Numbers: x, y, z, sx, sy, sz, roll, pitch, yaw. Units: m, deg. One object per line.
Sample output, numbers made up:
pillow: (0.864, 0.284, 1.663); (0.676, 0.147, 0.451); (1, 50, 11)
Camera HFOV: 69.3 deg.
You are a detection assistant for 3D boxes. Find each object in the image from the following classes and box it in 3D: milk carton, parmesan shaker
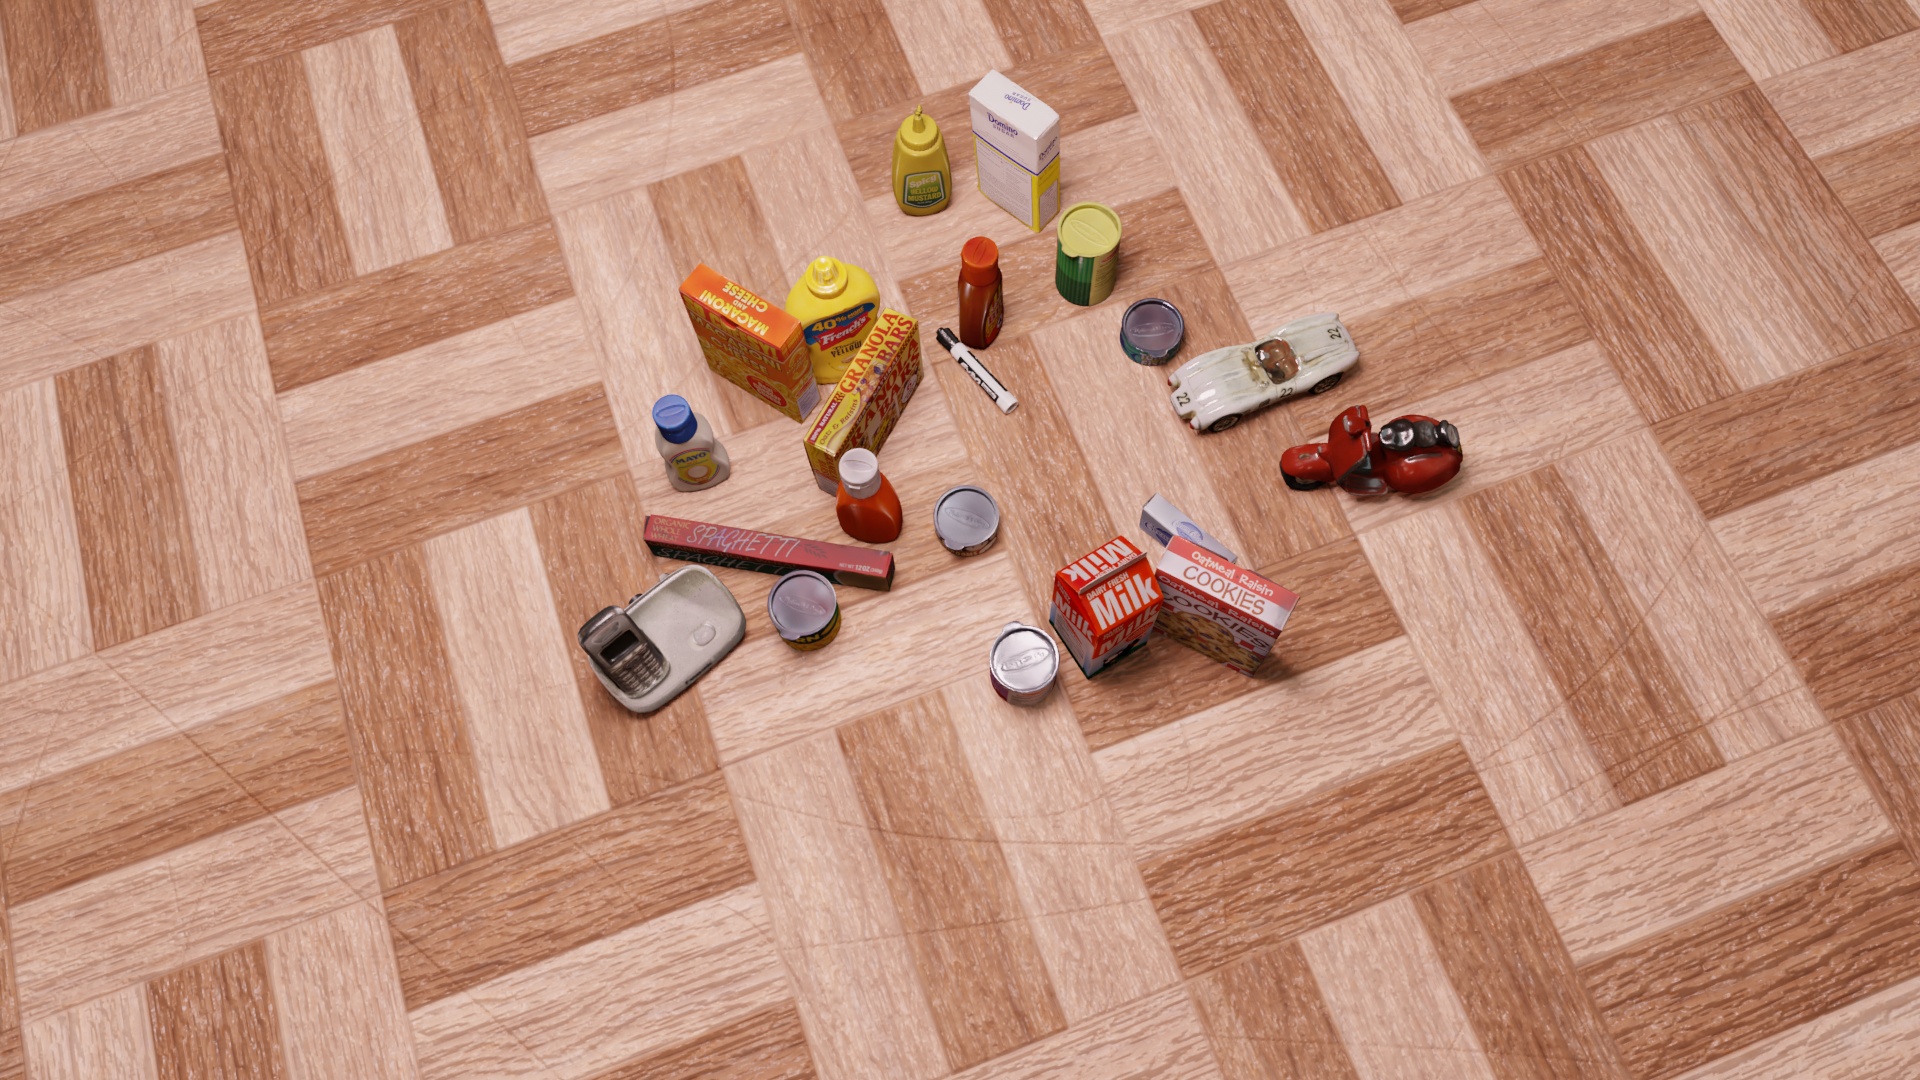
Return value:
milk carton: (0.133, 0.058, 1.280); (0.072, 0.190, 0.073); (-30, 72, -9)
parmesan shaker: (0.131, -0.299, 1.464); (0.071, 0.102, 0.071); (-1, 69, 1)

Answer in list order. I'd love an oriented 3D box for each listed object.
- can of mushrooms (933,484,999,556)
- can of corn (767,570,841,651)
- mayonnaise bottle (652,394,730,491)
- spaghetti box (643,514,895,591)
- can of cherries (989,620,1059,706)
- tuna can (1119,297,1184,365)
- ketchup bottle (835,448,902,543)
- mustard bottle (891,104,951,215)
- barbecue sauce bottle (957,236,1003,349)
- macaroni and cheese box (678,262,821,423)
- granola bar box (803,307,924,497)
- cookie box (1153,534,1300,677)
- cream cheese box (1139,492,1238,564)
can of mushrooms: (0.005, -0.018, 1.396); (0.071, 0.033, 0.071); (0, 69, 1)
can of corn: (-0.152, 0.072, 1.353); (0.071, 0.058, 0.071); (0, 69, 1)
mayonnaise bottle: (-0.271, -0.096, 1.372); (0.065, 0.147, 0.041); (-17, 70, -5)
spaghetti box: (-0.191, 0.013, 1.381); (0.250, 0.050, 0.029); (9, 70, 5)
can of cherries: (0.060, 0.118, 1.330); (0.071, 0.058, 0.072); (0, 69, 1)
tuna can: (0.202, -0.218, 1.468); (0.071, 0.032, 0.071); (0, 69, 1)
ketchup bottle: (-0.092, -0.043, 1.347); (0.065, 0.148, 0.044); (10, 70, 5)
mustard bottle: (-0.043, -0.408, 1.480); (0.065, 0.159, 0.049); (-9, 70, -2)
barbecue sauce bottle: (0.020, -0.257, 1.427); (0.044, 0.148, 0.065); (19, 71, 8)
macaroni and cheese box: (-0.209, -0.195, 1.399); (0.124, 0.166, 0.040); (31, 73, 12)
granola bar box: (-0.095, -0.135, 1.396); (0.039, 0.123, 0.166); (26, 72, 11)
cookie box: (0.236, 0.063, 1.288); (0.123, 0.167, 0.040); (27, 73, 11)
cream cheese box: (0.224, 0.001, 1.373); (0.104, 0.053, 0.024); (40, 76, 15)
